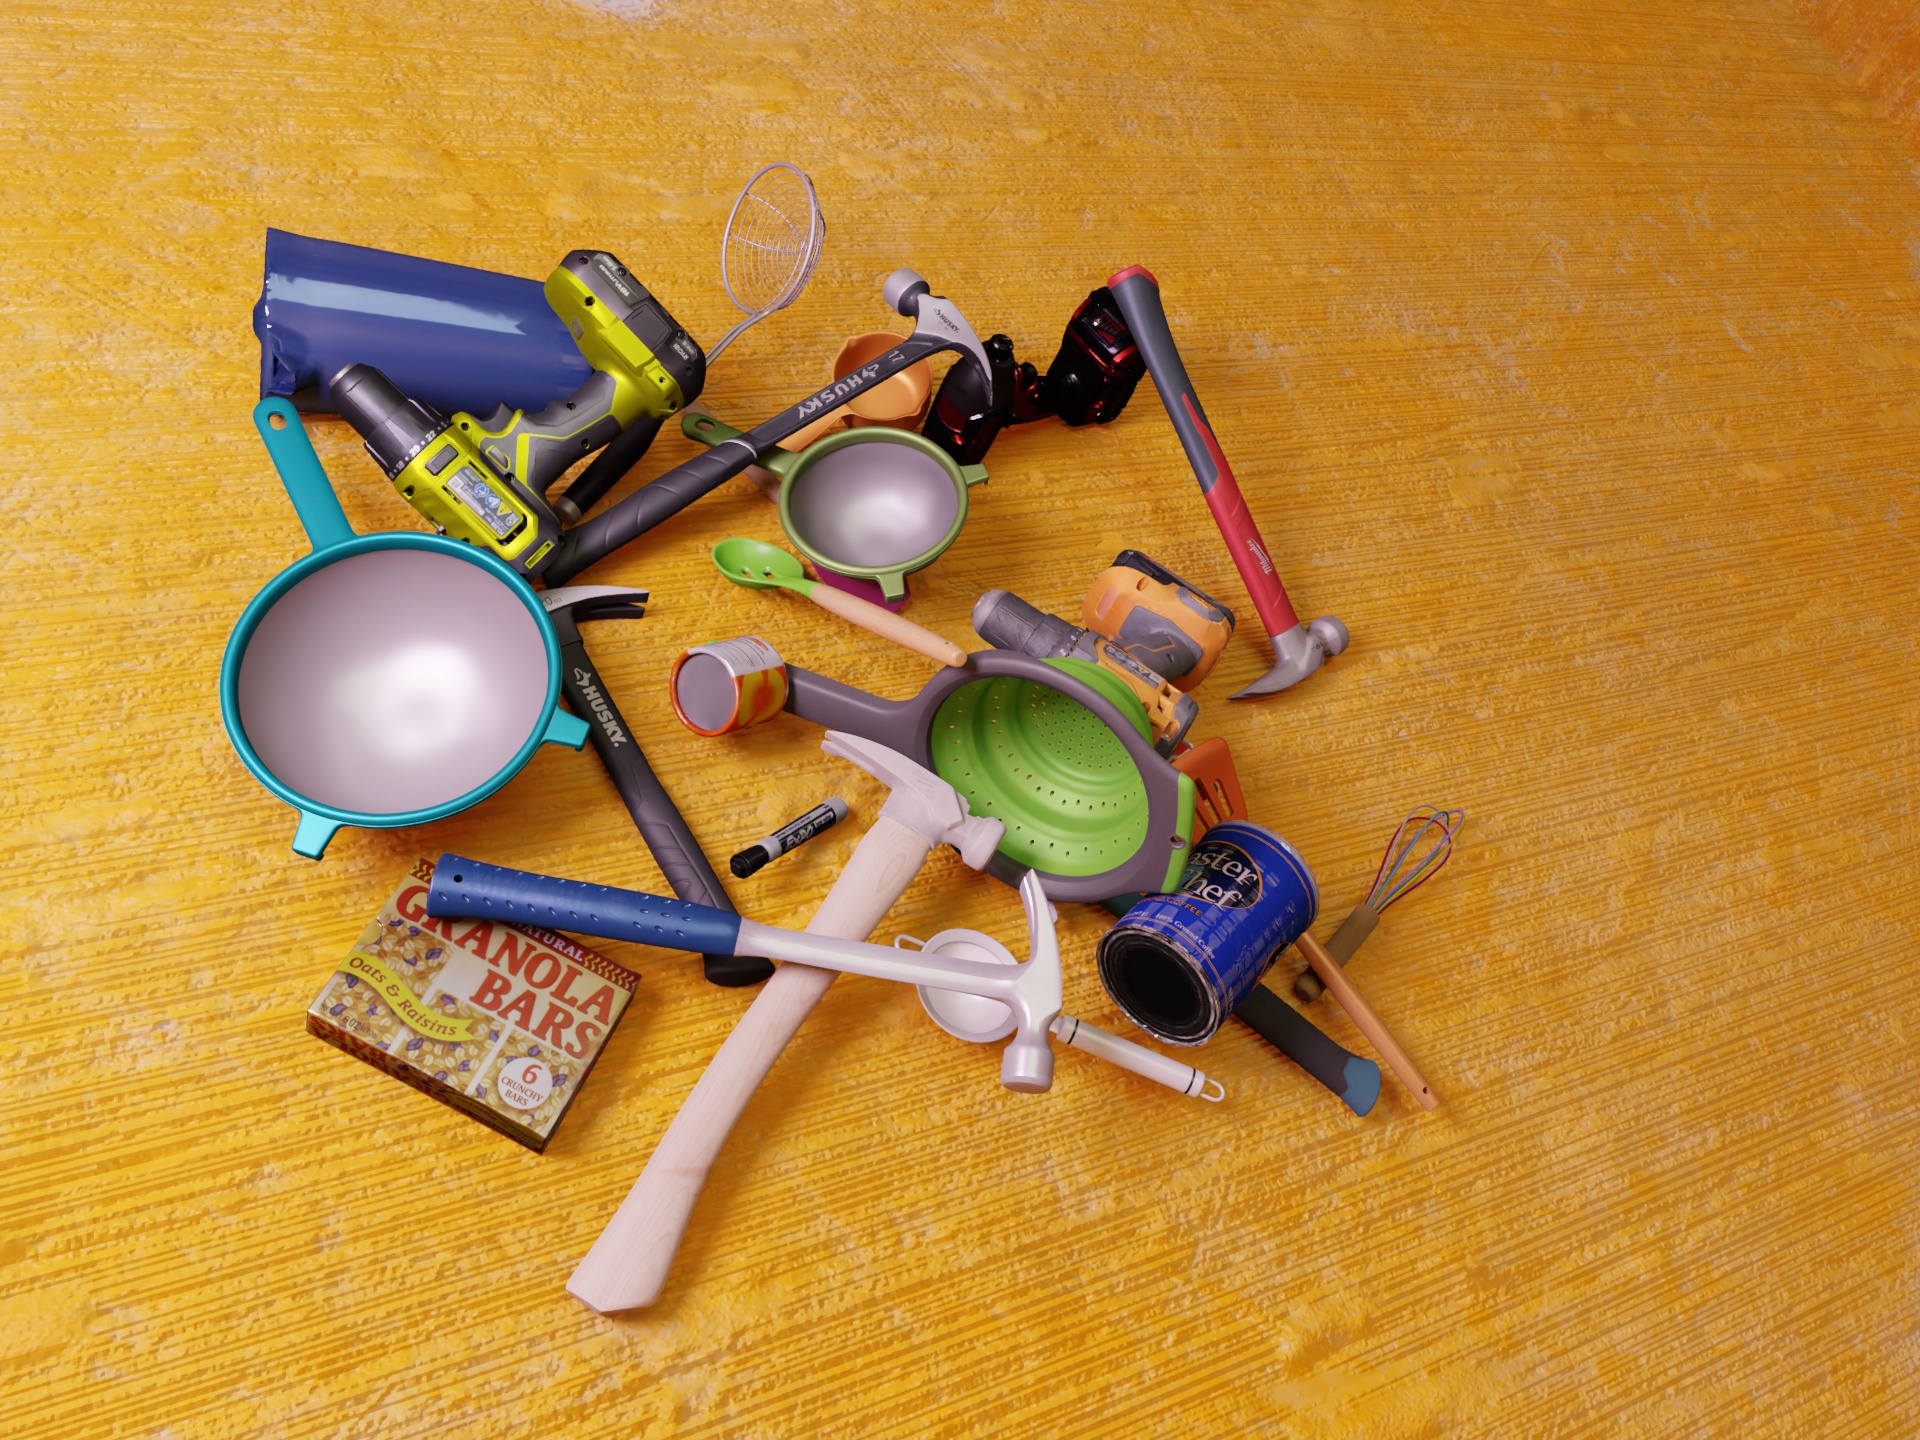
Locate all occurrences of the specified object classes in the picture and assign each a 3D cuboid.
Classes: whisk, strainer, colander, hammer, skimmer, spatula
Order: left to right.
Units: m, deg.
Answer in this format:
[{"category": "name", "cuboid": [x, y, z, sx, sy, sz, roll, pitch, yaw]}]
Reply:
[{"category": "strainer", "cuboid": [-0.402, -0.066, 1.081, 0.211, 0.095, 0.341, -24, 71, -19]}, {"category": "hammer", "cuboid": [-0.225, 0.043, 1.130, 0.146, 0.035, 0.335, -23, 70, -31]}, {"category": "skimmer", "cuboid": [-0.230, -0.312, 1.297, 0.363, 0.127, 0.090, -55, 128, -26]}, {"category": "hammer", "cuboid": [-0.131, 0.135, 1.023, 0.405, 0.035, 0.144, 11, 63, -6]}, {"category": "hammer", "cuboid": [-0.155, -0.218, 1.253, 0.409, 0.036, 0.149, -35, 63, -17]}, {"category": "hammer", "cuboid": [-0.128, 0.189, 1.037, 0.146, 0.038, 0.411, 32, 62, 3]}, {"category": "strainer", "cuboid": [-0.115, -0.180, 1.289, 0.256, 0.069, 0.151, 25, 61, 16]}, {"category": "colander", "cuboid": [-0.002, -0.004, 1.162, 0.397, 0.204, 0.094, 20, 41, 20]}, {"category": "strainer", "cuboid": [0.067, 0.216, 1.120, 0.258, 0.050, 0.087, 23, 49, -1]}, {"category": "hammer", "cuboid": [0.182, 0.181, 1.208, 0.331, 0.033, 0.128, 38, 52, 4]}, {"category": "hammer", "cuboid": [0.211, -0.208, 1.383, 0.143, 0.038, 0.386, -28, 95, -35]}, {"category": "spatula", "cuboid": [0.263, 0.161, 1.219, 0.081, 0.041, 0.323, -32, 77, -20]}, {"category": "whisk", "cuboid": [0.341, 0.145, 1.298, 0.047, 0.051, 0.245, 31, 54, 26]}]

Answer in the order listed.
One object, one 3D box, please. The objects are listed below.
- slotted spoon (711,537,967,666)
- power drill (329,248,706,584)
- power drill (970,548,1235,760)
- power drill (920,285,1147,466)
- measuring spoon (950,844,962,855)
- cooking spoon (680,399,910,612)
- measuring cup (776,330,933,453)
[{"category": "slotted spoon", "cuboid": [-0.092, -0.086, 1.165, 0.070, 0.031, 0.314, -11, 23, -34]}, {"category": "power drill", "cuboid": [-0.316, -0.232, 1.153, 0.190, 0.080, 0.228, 46, 72, -15]}, {"category": "power drill", "cuboid": [0.116, -0.065, 1.263, 0.185, 0.084, 0.226, 34, 29, 6]}, {"category": "power drill", "cuboid": [0.068, -0.303, 1.407, 0.219, 0.143, 0.079, -28, 70, -36]}, {"category": "measuring spoon", "cuboid": [-0.010, 0.056, 1.225, 0.042, 0.021, 0.129, -21, 59, -18]}, {"category": "cooking spoon", "cuboid": [-0.163, -0.201, 1.322, 0.319, 0.017, 0.069, 45, 58, 8]}, {"category": "measuring cup", "cuboid": [-0.100, -0.262, 1.376, 0.173, 0.052, 0.095, -39, 78, -11]}]
